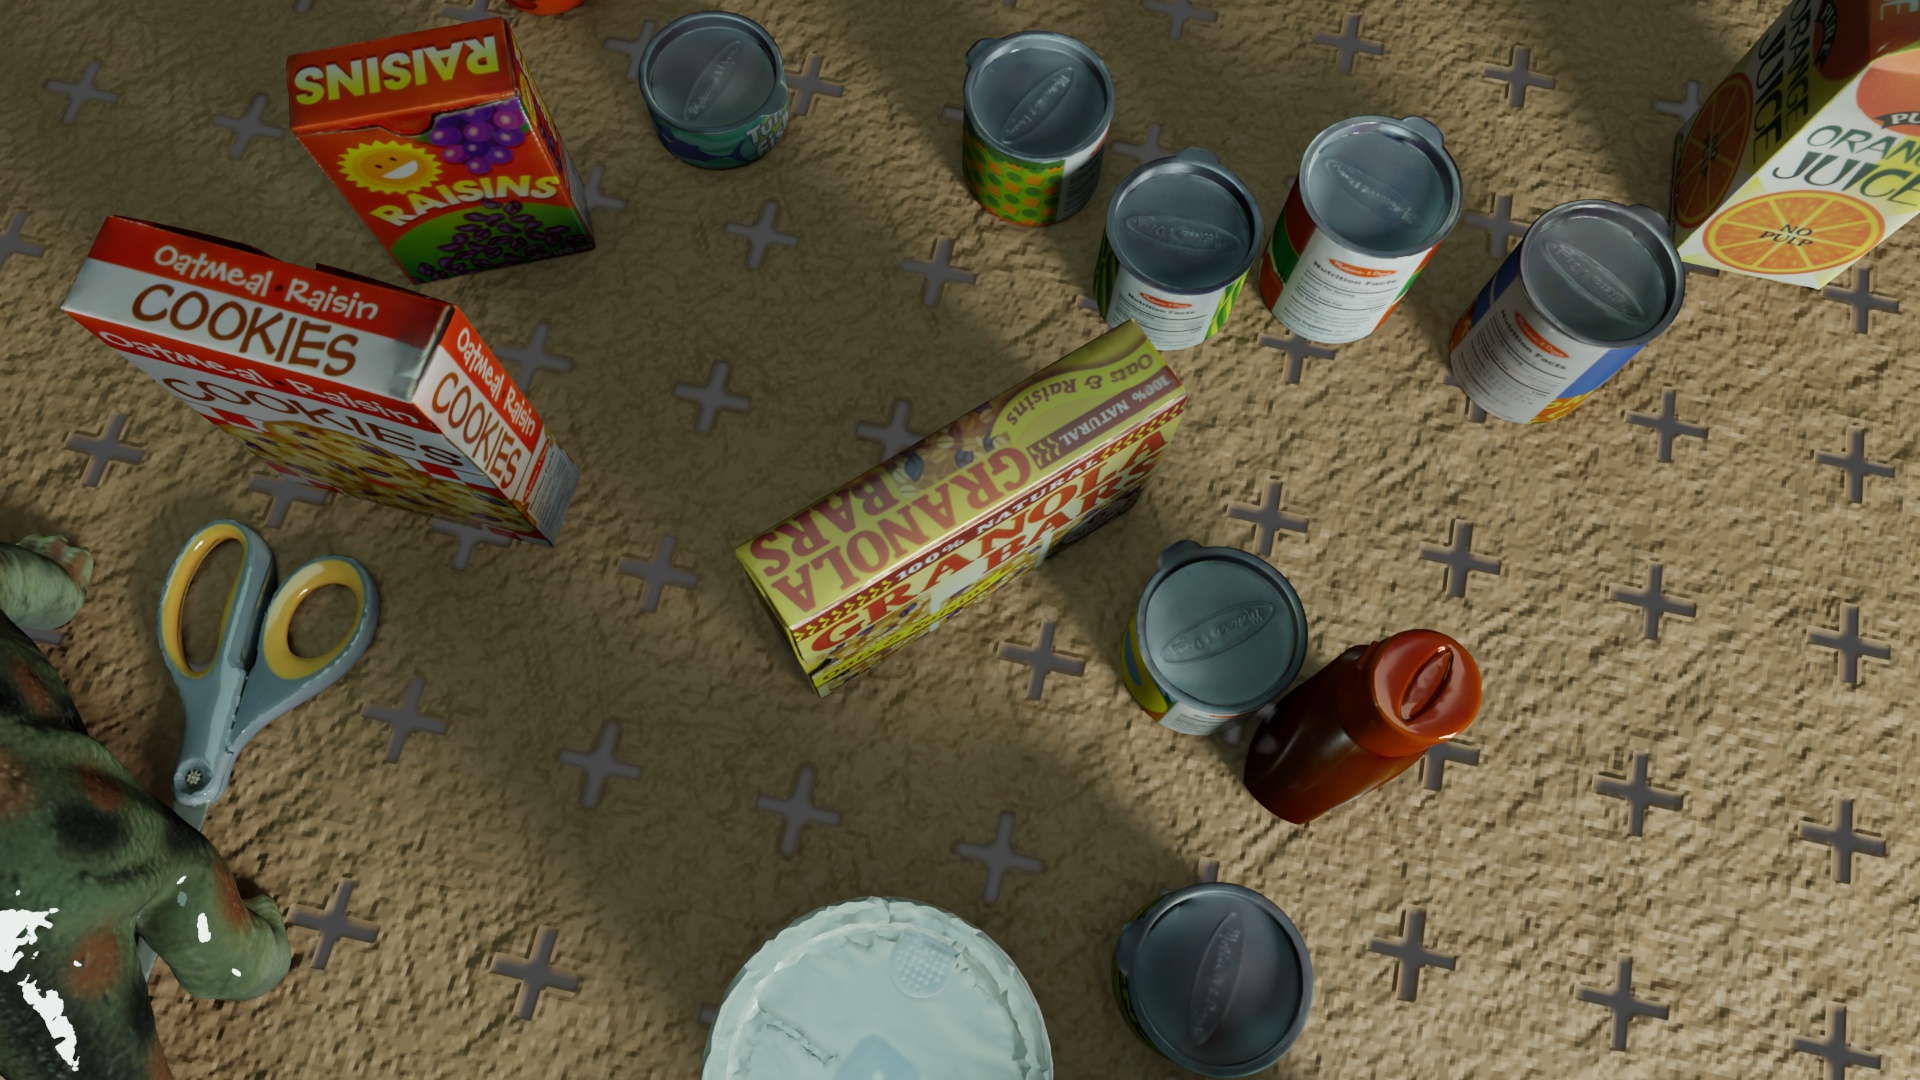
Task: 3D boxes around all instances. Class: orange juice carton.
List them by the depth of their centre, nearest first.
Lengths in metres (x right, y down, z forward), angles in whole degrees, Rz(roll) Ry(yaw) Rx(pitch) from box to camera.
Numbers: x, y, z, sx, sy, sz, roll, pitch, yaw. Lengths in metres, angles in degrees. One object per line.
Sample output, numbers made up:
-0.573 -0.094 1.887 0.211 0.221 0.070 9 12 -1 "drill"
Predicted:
0.369 -0.182 0.561 0.073 0.192 0.072 12 73 3 "orange juice carton"

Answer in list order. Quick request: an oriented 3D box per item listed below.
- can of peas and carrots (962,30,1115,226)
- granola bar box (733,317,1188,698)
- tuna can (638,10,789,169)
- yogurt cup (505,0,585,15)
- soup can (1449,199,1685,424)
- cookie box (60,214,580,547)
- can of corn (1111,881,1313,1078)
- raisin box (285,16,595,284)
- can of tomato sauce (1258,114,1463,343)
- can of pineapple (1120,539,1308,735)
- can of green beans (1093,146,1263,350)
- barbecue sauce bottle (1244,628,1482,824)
0.032 -0.186 0.627 0.071 0.058 0.071 0 73 -1 "can of peas and carrots"
0.002 -0.007 0.536 0.166 0.124 0.039 -31 76 -10 "granola bar box"
-0.111 -0.208 0.645 0.071 0.032 0.071 0 73 -1 "tuna can"
-0.202 -0.288 0.658 0.072 0.053 0.072 0 73 -1 "yogurt cup"
0.256 -0.096 0.589 0.071 0.083 0.071 0 73 -1 "soup can"
-0.227 -0.053 0.524 0.123 0.167 0.040 15 73 4 "cookie box"
0.089 0.162 0.518 0.071 0.058 0.071 0 73 -1 "can of corn"
-0.212 -0.158 0.581 0.086 0.123 0.040 -11 74 -4 "raisin box"
0.170 -0.133 0.600 0.071 0.083 0.071 0 73 -1 "can of tomato sauce"
0.099 0.040 0.557 0.071 0.057 0.071 0 73 -1 "can of pineapple"
0.094 -0.124 0.609 0.071 0.057 0.071 0 73 -1 "can of green beans"
0.144 0.065 0.502 0.044 0.148 0.065 36 76 10 "barbecue sauce bottle"
